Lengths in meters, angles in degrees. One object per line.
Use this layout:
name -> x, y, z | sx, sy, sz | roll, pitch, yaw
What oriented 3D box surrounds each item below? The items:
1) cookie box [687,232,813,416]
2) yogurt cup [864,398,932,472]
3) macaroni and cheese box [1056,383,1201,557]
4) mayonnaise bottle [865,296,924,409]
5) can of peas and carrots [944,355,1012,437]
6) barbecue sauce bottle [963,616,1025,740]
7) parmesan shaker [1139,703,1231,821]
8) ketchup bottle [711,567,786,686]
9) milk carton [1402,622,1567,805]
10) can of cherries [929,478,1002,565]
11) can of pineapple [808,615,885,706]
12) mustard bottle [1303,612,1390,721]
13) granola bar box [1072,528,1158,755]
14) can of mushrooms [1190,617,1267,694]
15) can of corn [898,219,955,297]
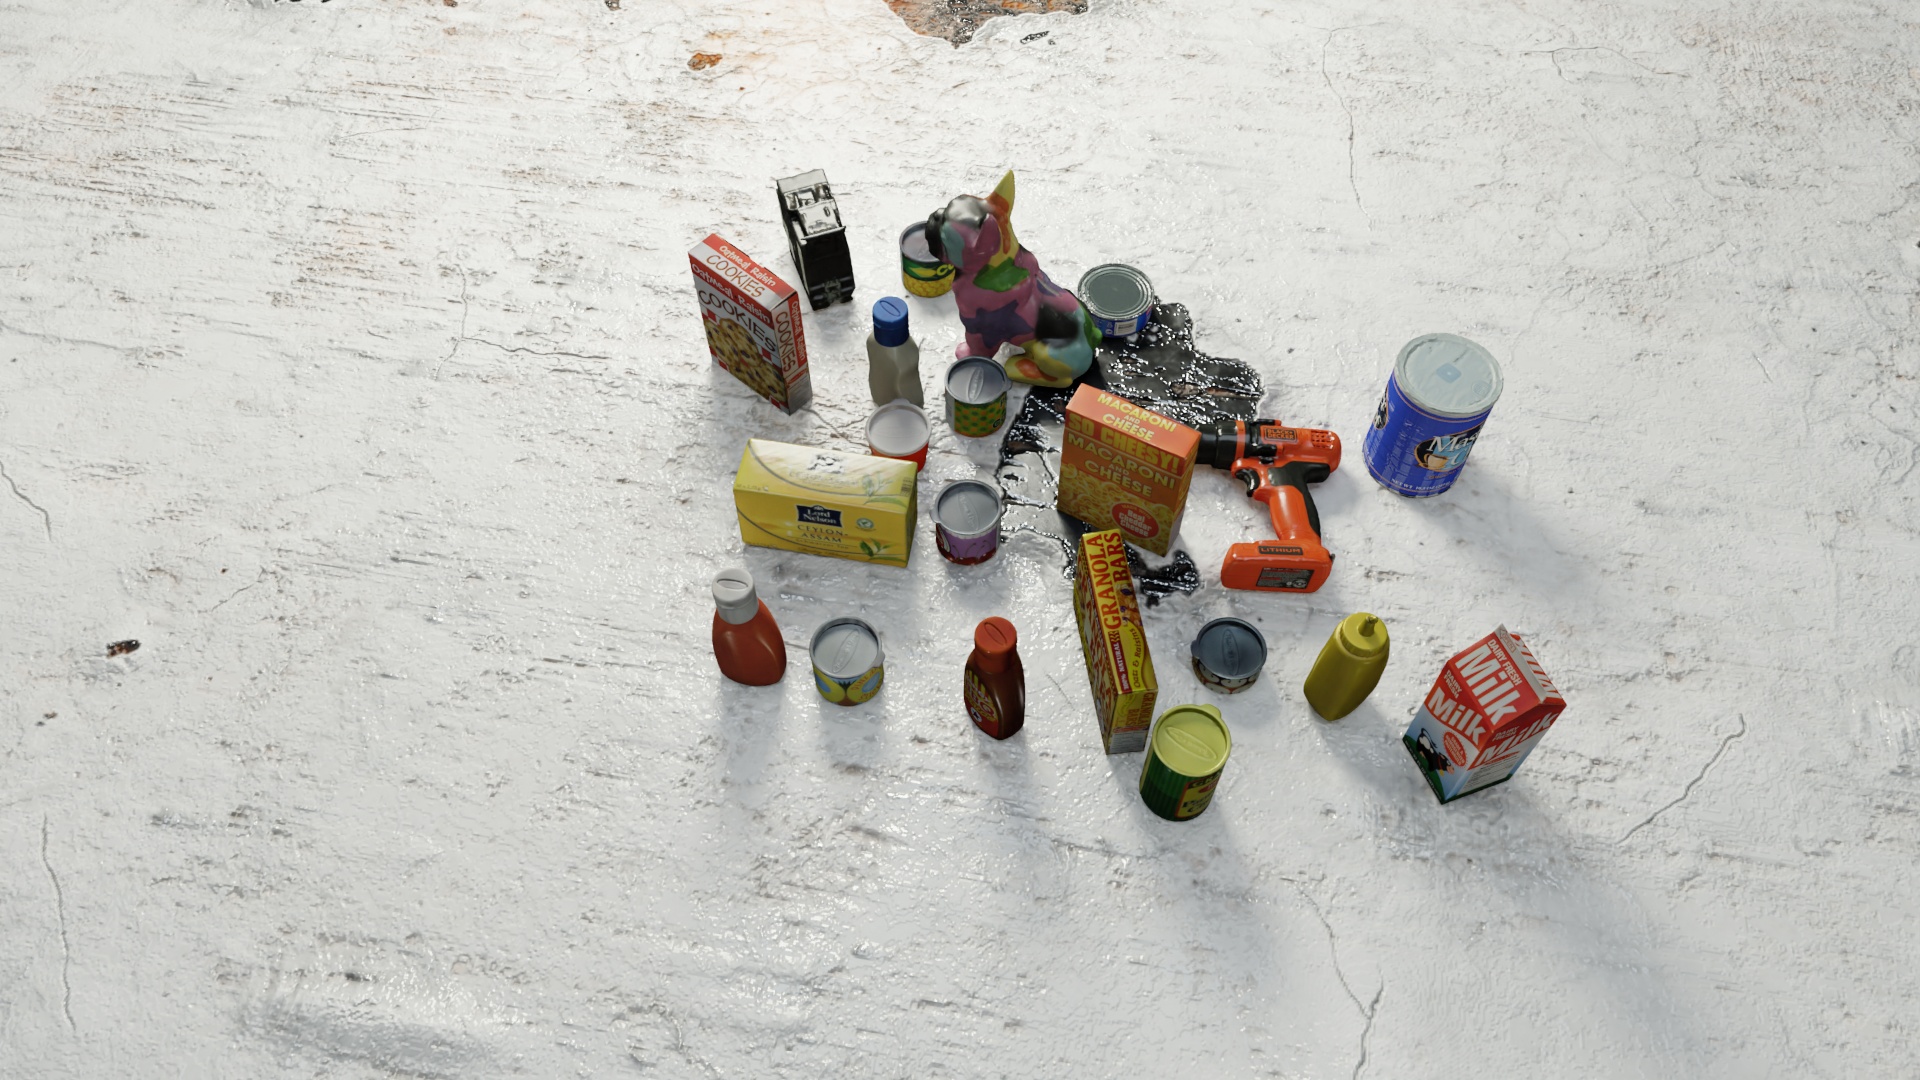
cookie box -> -0.215, -0.222, 1.438 | 0.123, 0.166, 0.040 | 36, 64, 21
yogurt cup -> -0.063, -0.100, 1.424 | 0.072, 0.053, 0.073 | 0, 56, 0
macaroni and cheese box -> 0.158, -0.066, 1.334 | 0.124, 0.165, 0.040 | 25, 60, 16
mayonnaise bottle -> -0.068, -0.188, 1.426 | 0.041, 0.147, 0.065 | -39, 65, -23
can of peas and carrots -> 0.019, -0.150, 1.455 | 0.071, 0.058, 0.071 | 0, 56, 0
barbecue sauce bottle -> 0.030, 0.118, 1.222 | 0.044, 0.147, 0.065 | -33, 62, -19
parmesan shaker -> 0.195, 0.192, 1.200 | 0.071, 0.102, 0.071 | 0, 57, 0
ketchup bottle -> -0.195, 0.079, 1.248 | 0.065, 0.148, 0.044 | 9, 57, 6
milk carton -> 0.447, 0.146, 1.179 | 0.073, 0.189, 0.072 | -17, 58, -11
can of cherries -> 0.005, -0.017, 1.366 | 0.071, 0.058, 0.072 | 0, 56, 0
can of pineapple -> -0.103, 0.113, 1.280 | 0.071, 0.057, 0.071 | 0, 56, 0
mustard bottle -> 0.347, 0.103, 1.225 | 0.065, 0.159, 0.049 | -32, 62, -19
granola bar box -> 0.137, 0.092, 1.254 | 0.039, 0.123, 0.166 | -7, 57, -4
can of mushrooms -> 0.248, 0.108, 1.298 | 0.071, 0.033, 0.071 | 0, 56, 0
can of corn -> -0.033, -0.316, 1.566 | 0.071, 0.058, 0.071 | 0, 56, 0
